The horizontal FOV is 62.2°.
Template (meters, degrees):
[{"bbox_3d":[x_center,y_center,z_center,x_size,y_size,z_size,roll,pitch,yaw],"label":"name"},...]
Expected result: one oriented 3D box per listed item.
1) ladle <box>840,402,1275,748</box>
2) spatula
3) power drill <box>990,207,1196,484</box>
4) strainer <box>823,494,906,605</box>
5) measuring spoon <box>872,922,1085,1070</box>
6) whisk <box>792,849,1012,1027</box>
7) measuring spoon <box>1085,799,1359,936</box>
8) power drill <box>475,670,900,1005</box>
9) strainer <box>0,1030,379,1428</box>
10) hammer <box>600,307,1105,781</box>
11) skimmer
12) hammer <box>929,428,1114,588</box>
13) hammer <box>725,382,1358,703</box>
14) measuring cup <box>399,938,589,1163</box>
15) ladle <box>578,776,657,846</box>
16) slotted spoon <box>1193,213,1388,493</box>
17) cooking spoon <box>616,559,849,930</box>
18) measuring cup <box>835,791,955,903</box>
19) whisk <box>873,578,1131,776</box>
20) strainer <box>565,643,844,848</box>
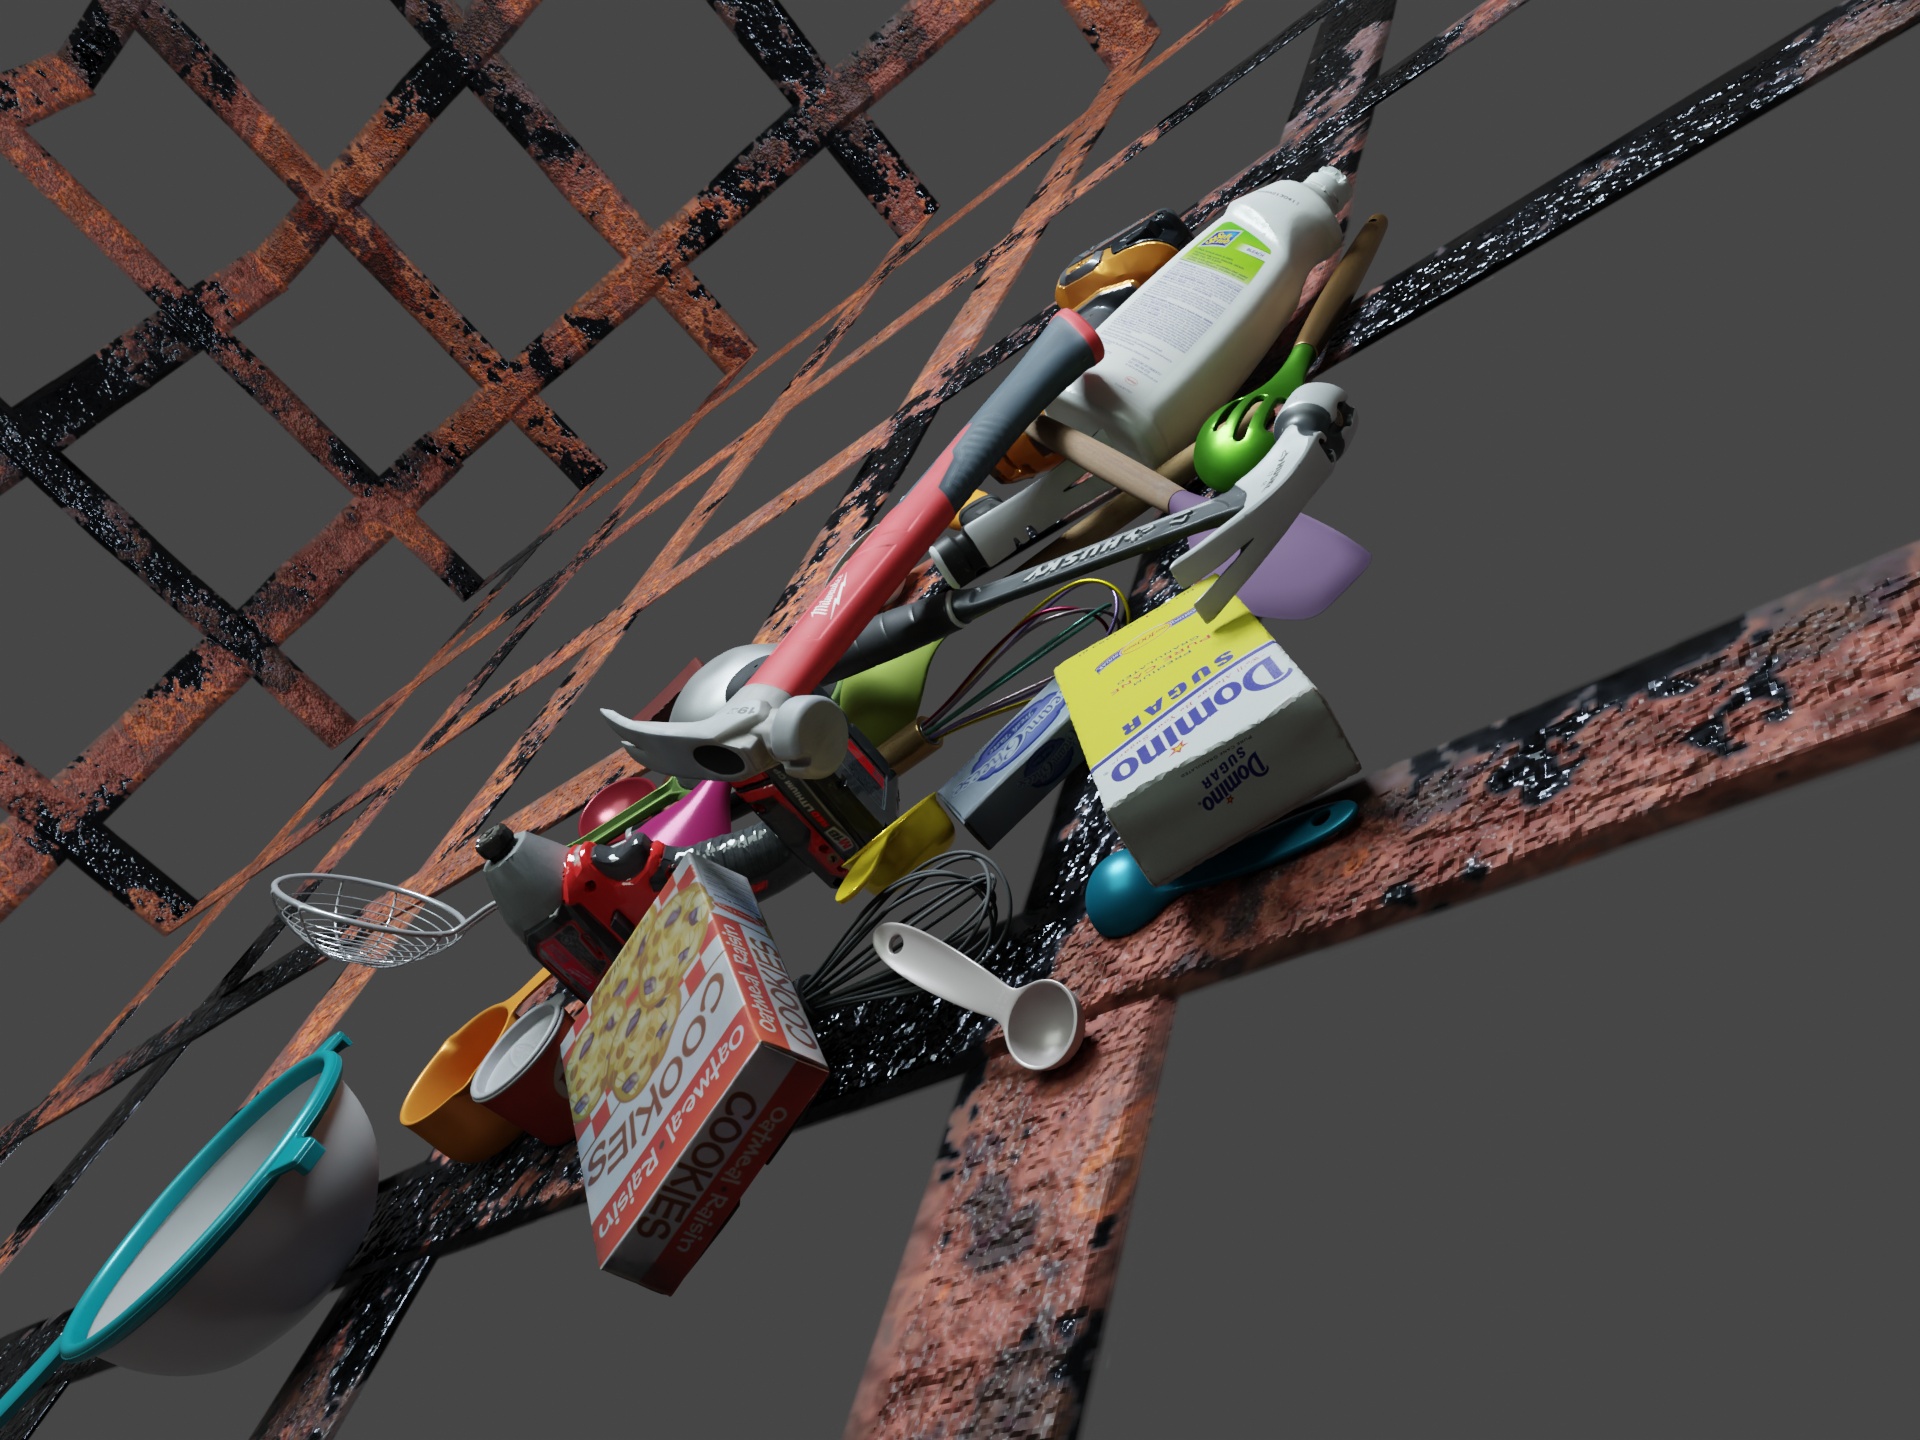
[{"bbox_3d":[0.061,-0.087,0.955,0.320,0.062,0.078,-35,22,0],"label":"ladle"},{"bbox_3d":[0.101,-0.122,0.851,0.060,0.018,0.316,-44,38,-2],"label":"spatula"},{"bbox_3d":[0.120,-0.280,1.169,0.185,0.084,0.226,-17,36,45],"label":"power drill"},{"bbox_3d":[-0.113,-0.062,1.211,0.258,0.050,0.086,-45,-17,11],"label":"strainer"},{"bbox_3d":[0.007,0.106,0.636,0.124,0.018,0.034,20,85,48],"label":"measuring spoon"},{"bbox_3d":[-0.067,0.131,0.736,0.239,0.055,0.055,-37,20,29],"label":"whisk"},{"bbox_3d":[0.096,0.050,0.621,0.128,0.021,0.042,-28,25,38],"label":"measuring spoon"},{"bbox_3d":[-0.152,0.069,0.873,0.219,0.143,0.079,-34,22,15],"label":"power drill"},{"bbox_3d":[-0.460,0.354,0.939,0.340,0.095,0.211,-47,18,-5],"label":"strainer"},{"bbox_3d":[-0.034,-0.109,0.863,0.143,0.038,0.386,1,42,38],"label":"hammer"},{"bbox_3d":[-0.280,0.076,1.057,0.363,0.090,0.127,-24,-5,8],"label":"skimmer"},{"bbox_3d":[0.017,-0.148,1.091,0.127,0.034,0.337,-34,12,-2],"label":"hammer"},{"bbox_3d":[0.010,-0.059,0.832,0.409,0.036,0.149,-18,26,43],"label":"hammer"},{"bbox_3d":[-0.251,0.187,0.947,0.173,0.052,0.095,-46,20,-14],"label":"measuring cup"},{"bbox_3d":[-0.210,0.086,1.112,0.069,0.031,0.315,-43,22,-15],"label":"ladle"},{"bbox_3d":[0.214,-0.236,0.967,0.070,0.031,0.314,6,43,29],"label":"slotted spoon"},{"bbox_3d":[-0.137,0.008,1.028,0.017,0.069,0.319,89,-156,-52],"label":"cooking spoon"},{"bbox_3d":[-0.033,0.072,0.748,0.062,0.029,0.156,-39,3,10],"label":"measuring cup"},{"bbox_3d":[-0.001,-0.001,0.885,0.245,0.047,0.051,-35,9,31],"label":"whisk"},{"bbox_3d":[-0.198,0.017,1.114,0.256,0.069,0.152,-33,22,-1],"label":"strainer"}]
